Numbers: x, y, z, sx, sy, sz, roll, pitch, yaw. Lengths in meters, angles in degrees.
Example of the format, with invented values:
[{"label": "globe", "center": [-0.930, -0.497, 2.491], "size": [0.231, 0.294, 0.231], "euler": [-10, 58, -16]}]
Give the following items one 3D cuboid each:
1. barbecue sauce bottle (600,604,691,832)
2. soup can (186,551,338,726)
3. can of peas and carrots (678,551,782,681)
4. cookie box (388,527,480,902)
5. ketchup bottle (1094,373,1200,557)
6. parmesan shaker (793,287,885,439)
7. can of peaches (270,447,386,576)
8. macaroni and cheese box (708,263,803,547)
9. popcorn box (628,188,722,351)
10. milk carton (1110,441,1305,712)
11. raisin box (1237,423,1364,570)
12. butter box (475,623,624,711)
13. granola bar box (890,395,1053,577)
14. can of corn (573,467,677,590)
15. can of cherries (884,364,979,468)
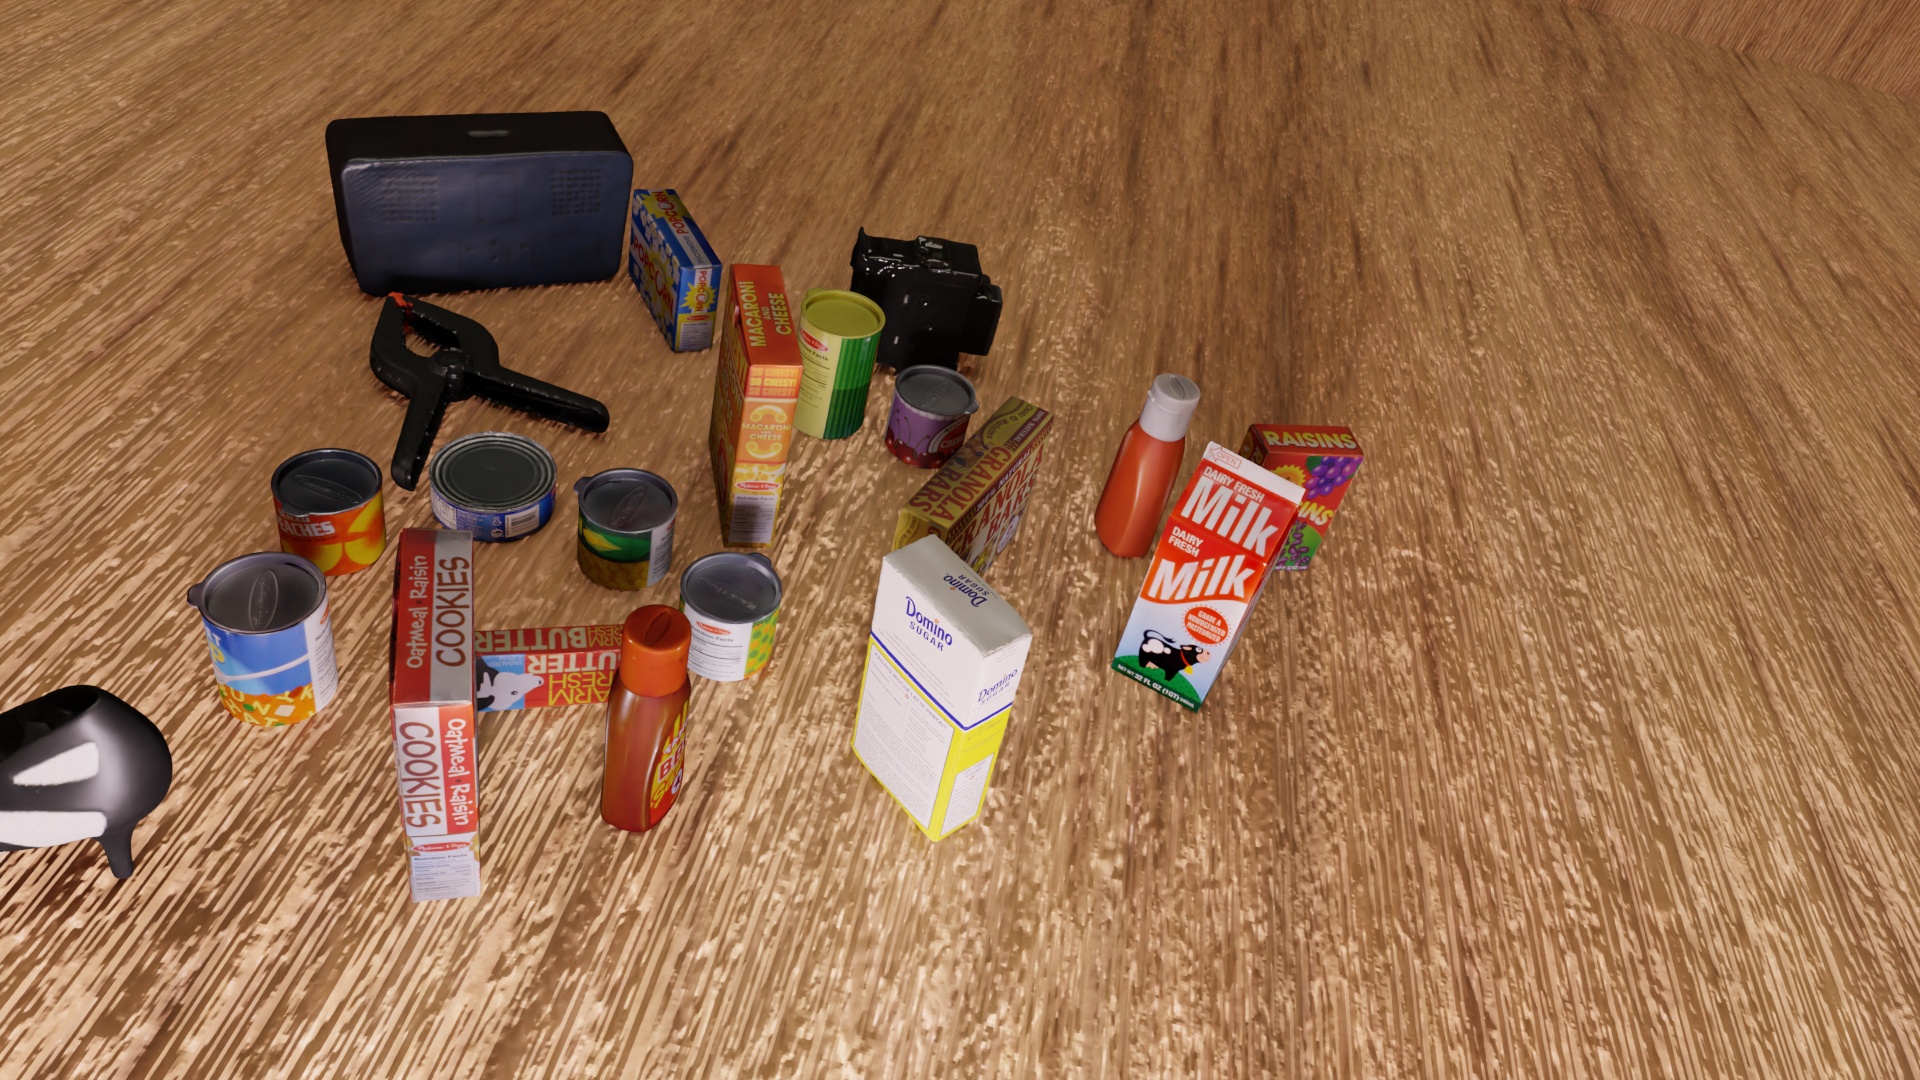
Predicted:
[{"label": "barbecue sauce bottle", "center": [-0.178, 0.099, 0.791], "size": [0.044, 0.147, 0.065], "euler": [18, 41, 3]}, {"label": "soup can", "center": [-0.407, 0.058, 0.814], "size": [0.071, 0.083, 0.072], "euler": [9, 41, -8]}, {"label": "can of peas and carrots", "center": [-0.153, 0.049, 0.923], "size": [0.071, 0.058, 0.071], "euler": [9, 41, -8]}, {"label": "cookie box", "center": [-0.282, 0.095, 0.749], "size": [0.040, 0.166, 0.123], "euler": [-1, 44, -19]}, {"label": "ketchup bottle", "center": [0.143, -0.059, 1.068], "size": [0.043, 0.148, 0.065], "euler": [2, 43, -15]}, {"label": "parmesan shaker", "center": [-0.104, -0.142, 1.118], "size": [0.071, 0.102, 0.072], "euler": [9, 41, -8]}, {"label": "can of peaches", "center": [-0.416, -0.017, 0.915], "size": [0.071, 0.057, 0.071], "euler": [9, 41, -8]}, {"label": "macaroni and cheese box", "center": [-0.151, -0.096, 1.003], "size": [0.040, 0.165, 0.124], "euler": [0, 43, -18]}, {"label": "popcorn box", "center": [-0.245, -0.232, 1.186], "size": [0.038, 0.084, 0.127], "euler": [-11, 48, -28]}, {"label": "milk carton", "center": [0.172, 0.021, 0.956], "size": [0.072, 0.189, 0.074], "euler": [28, 42, 14]}, {"label": "raisin box", "center": [0.251, -0.033, 1.092], "size": [0.086, 0.122, 0.040], "euler": [1, 43, -16]}, {"label": "butter box", "center": [-0.254, 0.079, 0.862], "size": [0.104, 0.052, 0.024], "euler": [-2, 44, -19]}, {"label": "granola bar box", "center": [0.004, -0.012, 0.991], "size": [0.039, 0.123, 0.166], "euler": [27, 42, 13]}, {"label": "can of corn", "center": [-0.234, -0.008, 0.962], "size": [0.071, 0.058, 0.071], "euler": [9, 41, -8]}, {"label": "can of cherries", "center": [-0.023, -0.099, 1.128], "size": [0.071, 0.058, 0.072], "euler": [9, 41, -8]}]
